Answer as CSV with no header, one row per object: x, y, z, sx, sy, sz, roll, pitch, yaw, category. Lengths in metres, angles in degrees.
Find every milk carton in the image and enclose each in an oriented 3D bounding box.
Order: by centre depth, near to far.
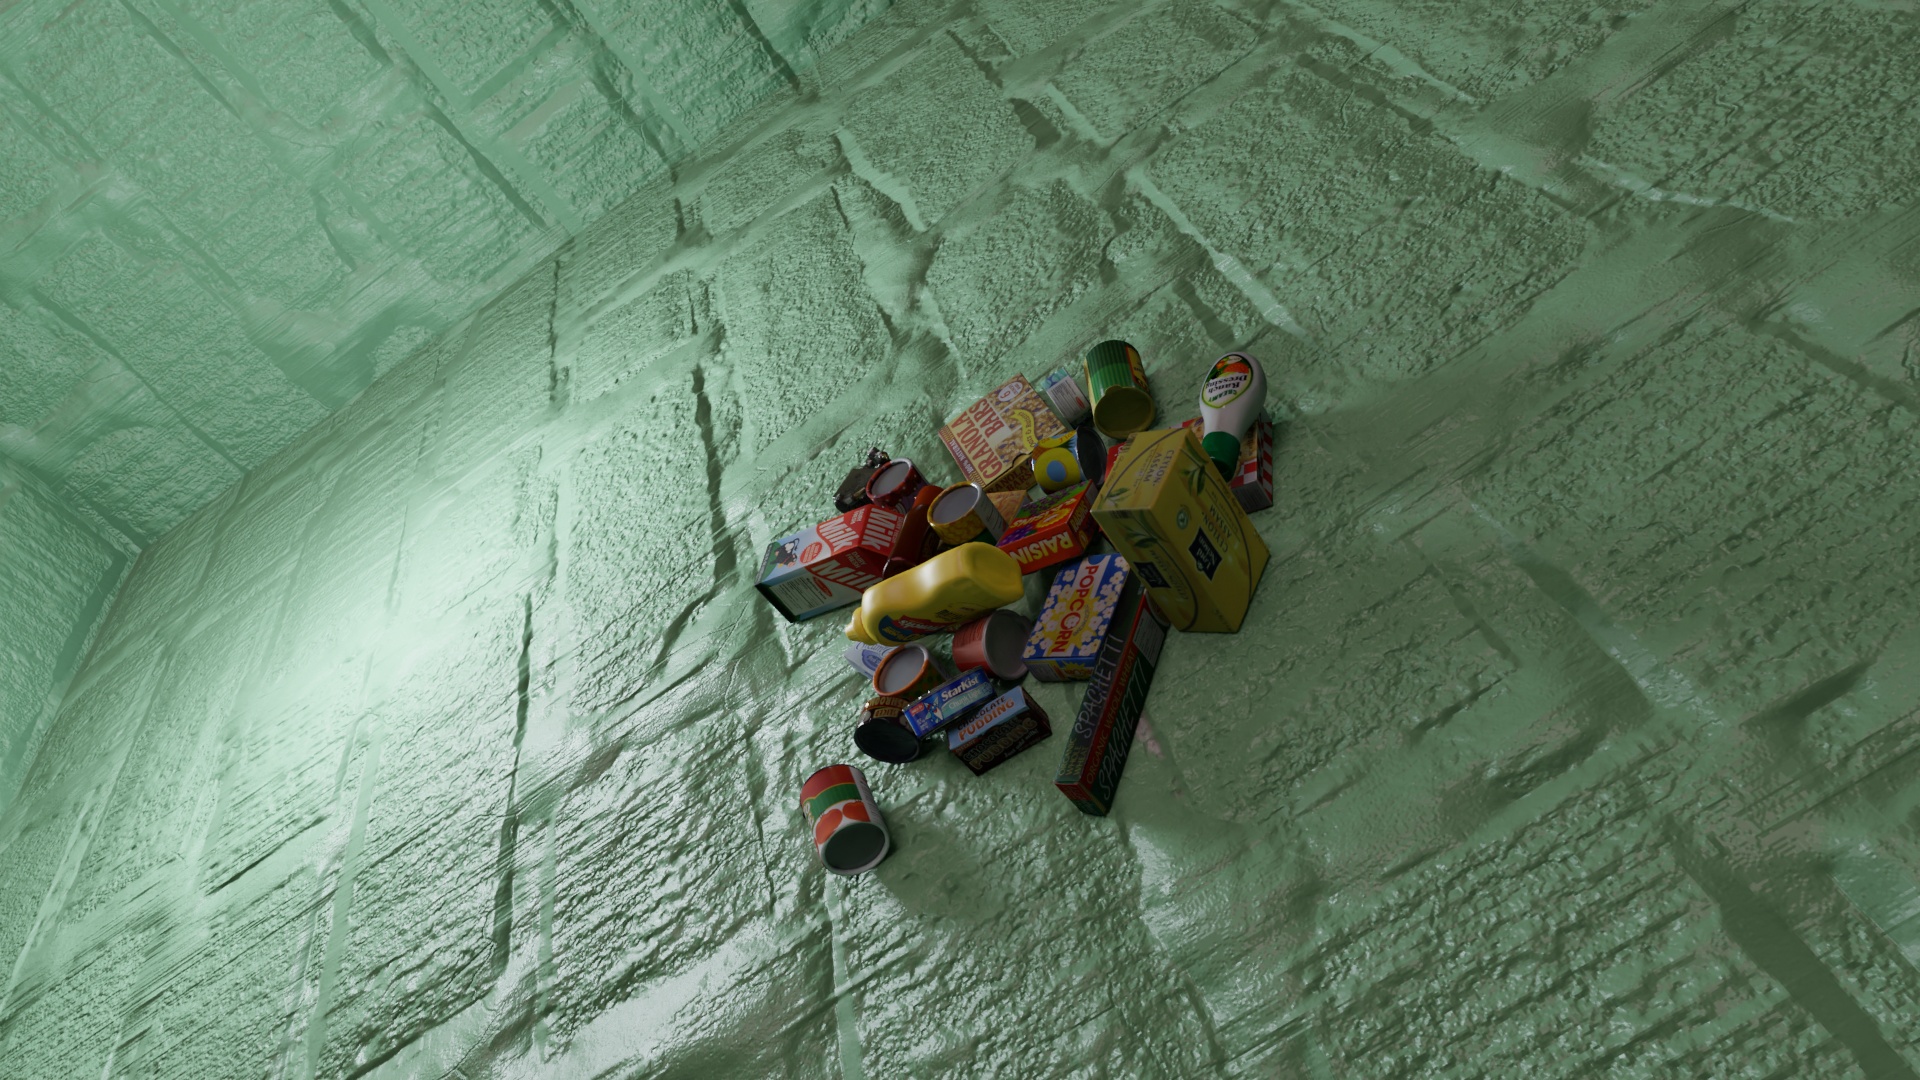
-0.132,0.022,1.573,0.190,0.073,0.073,-20,36,28,milk carton

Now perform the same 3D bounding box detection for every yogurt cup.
0.029,0.103,1.339,0.054,0.072,0.073,-15,40,45,yogurt cup

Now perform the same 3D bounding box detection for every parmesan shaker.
0.172,-0.169,1.518,0.071,0.071,0.103,-27,35,17,parmesan shaker

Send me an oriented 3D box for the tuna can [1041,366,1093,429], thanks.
0.122,-0.160,1.561,0.033,0.071,0.071,-36,34,7,tuna can

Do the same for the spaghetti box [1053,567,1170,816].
0.141,0.122,1.221,0.028,0.050,0.251,-9,43,39,spaghetti box

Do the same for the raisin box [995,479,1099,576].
0.091,-0.011,1.398,0.086,0.040,0.124,-21,14,24,raisin box

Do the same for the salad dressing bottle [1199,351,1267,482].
0.256,-0.117,1.331,0.064,0.044,0.148,-10,43,32,salad dressing bottle

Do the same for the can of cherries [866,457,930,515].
-0.069,-0.053,1.618,0.071,0.058,0.072,-25,36,19,can of cherries

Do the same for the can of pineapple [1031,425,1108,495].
0.116,-0.084,1.472,0.058,0.071,0.071,-13,41,34,can of pineapple

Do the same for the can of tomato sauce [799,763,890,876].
-0.109,0.258,1.280,0.071,0.071,0.083,-37,34,2,can of tomato sauce

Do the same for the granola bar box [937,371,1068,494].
0.052,-0.115,1.595,0.124,0.039,0.166,-36,33,4,granola bar box

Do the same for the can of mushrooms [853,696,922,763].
-0.067,0.180,1.330,0.071,0.071,0.034,-16,38,30,can of mushrooms

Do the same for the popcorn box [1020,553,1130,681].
0.119,0.073,1.311,0.085,0.038,0.127,-7,45,40,popcorn box

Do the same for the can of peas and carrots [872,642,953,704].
-0.046,0.145,1.363,0.071,0.058,0.071,-25,35,20,can of peas and carrots

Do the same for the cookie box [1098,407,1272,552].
0.223,-0.065,1.375,0.167,0.040,0.123,-18,39,28,cookie box

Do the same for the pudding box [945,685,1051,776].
0.034,0.173,1.262,0.083,0.049,0.030,-31,36,11,pudding box

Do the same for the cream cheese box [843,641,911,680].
-0.074,0.124,1.445,0.053,0.024,0.104,-47,35,-14,cream cheese box

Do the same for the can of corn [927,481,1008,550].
0.005,-0.018,1.434,0.071,0.058,0.071,-23,36,18,can of corn

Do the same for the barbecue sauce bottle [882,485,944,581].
-0.044,-0.002,1.460,0.044,0.064,0.149,8,39,8,barbecue sauce bottle

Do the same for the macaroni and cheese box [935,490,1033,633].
0.000,0.024,1.480,0.123,0.040,0.167,-5,46,40,macaroni and cheese box
